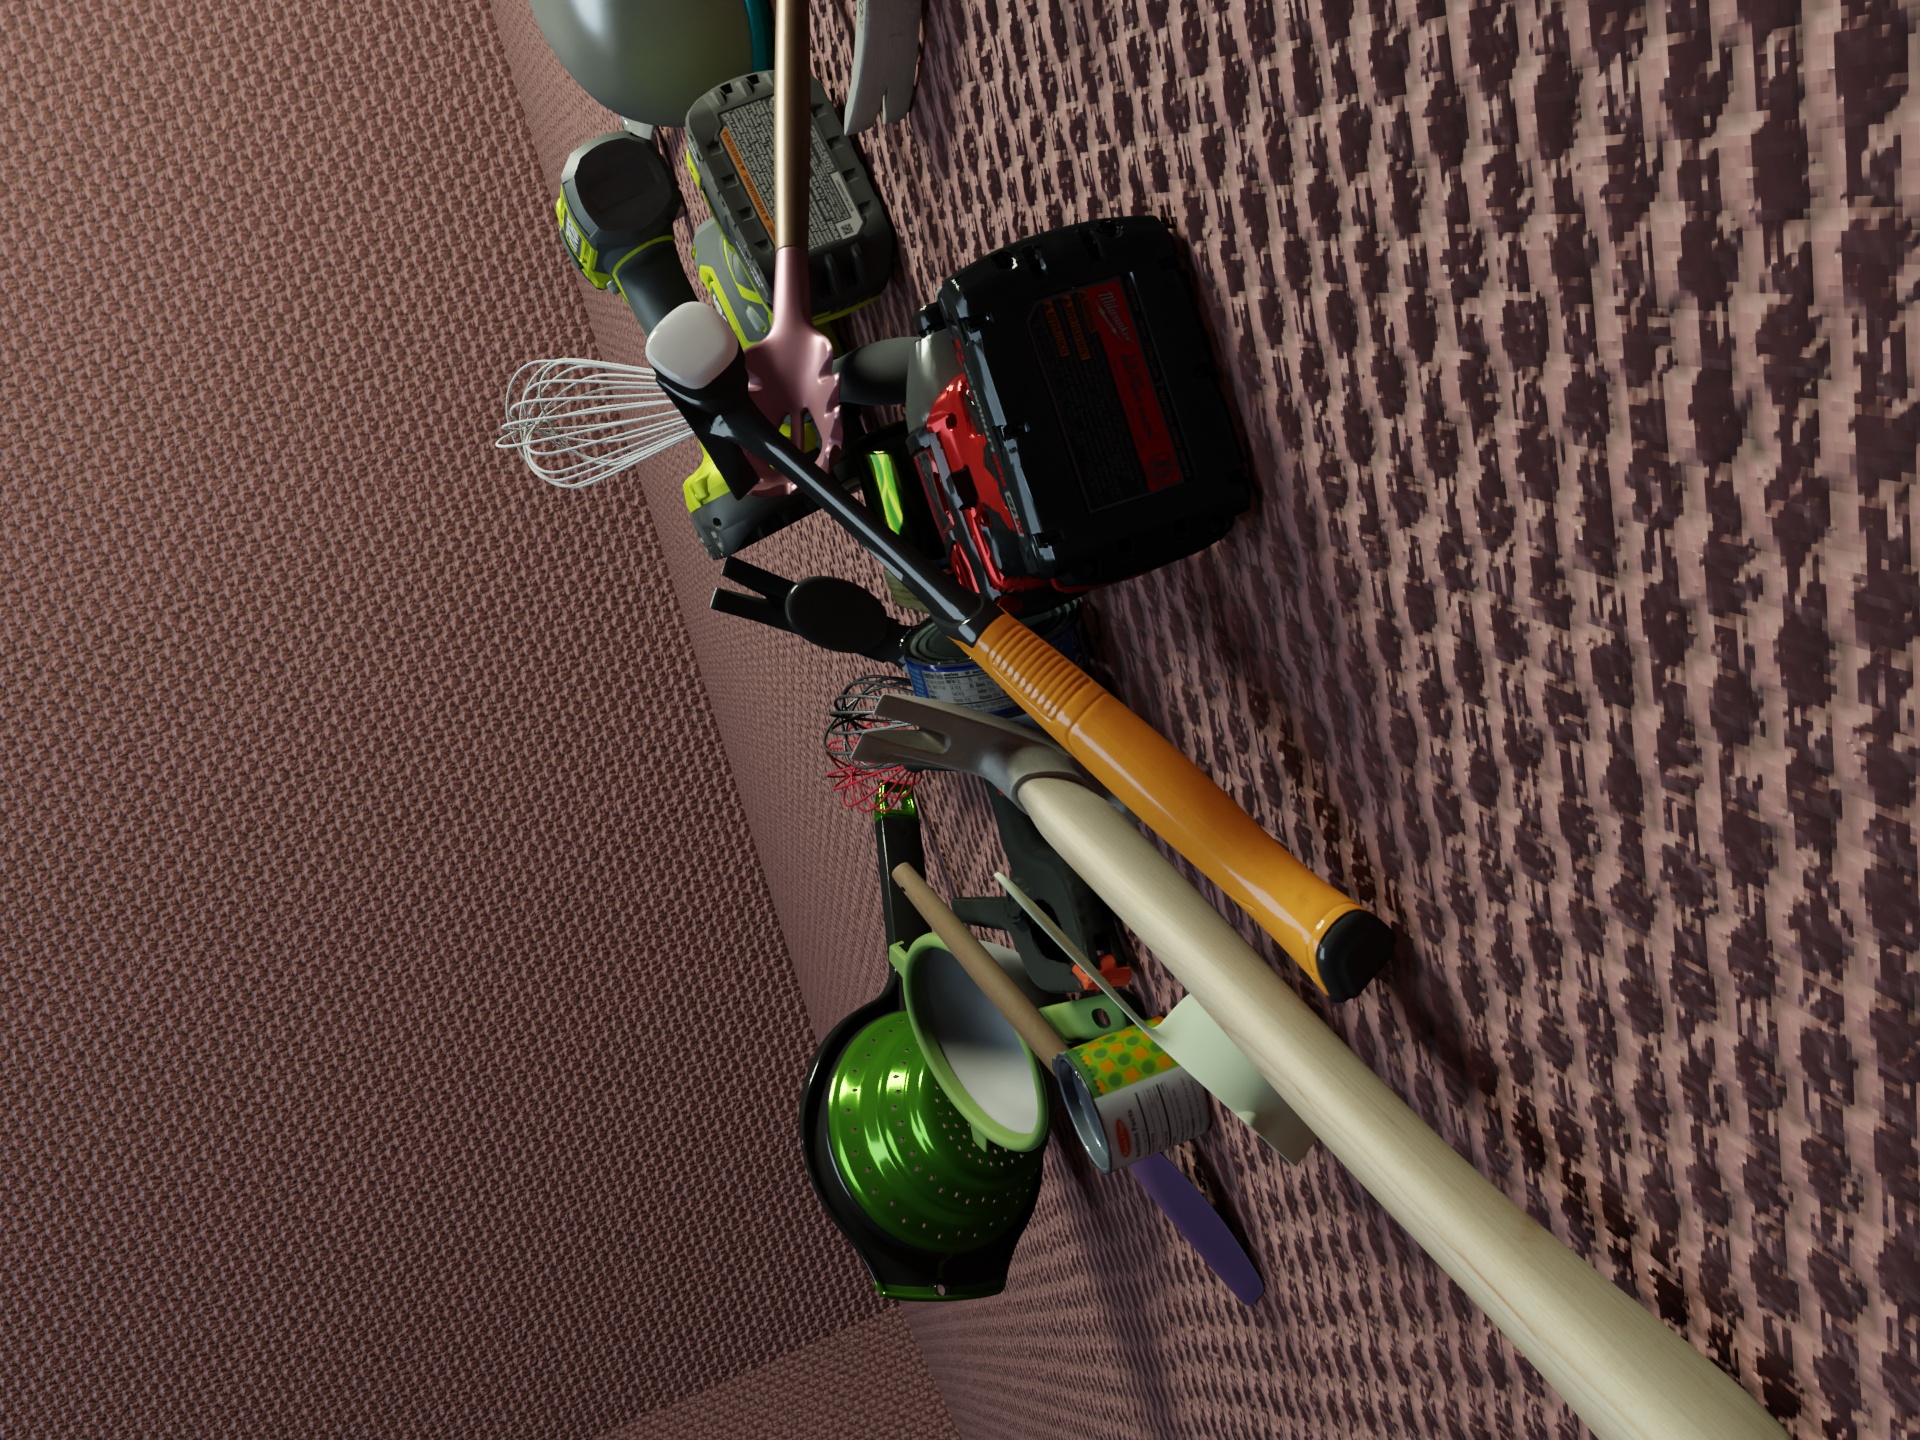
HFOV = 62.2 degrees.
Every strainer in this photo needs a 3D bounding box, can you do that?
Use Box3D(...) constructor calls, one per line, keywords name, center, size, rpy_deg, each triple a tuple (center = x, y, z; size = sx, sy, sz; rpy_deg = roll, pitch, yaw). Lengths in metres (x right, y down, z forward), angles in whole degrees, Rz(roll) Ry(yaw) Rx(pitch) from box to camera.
Box3D(name="strainer", center=(0.054, 0.181, 0.982), size=(0.256, 0.069, 0.151), rpy_deg=(-31, 83, 59))
Box3D(name="strainer", center=(-0.209, -0.477, 0.898), size=(0.211, 0.095, 0.340), rpy_deg=(47, 160, 27))

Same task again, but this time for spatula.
Box3D(name="spatula", center=(0.060, 0.195, 0.898), size=(0.316, 0.018, 0.059), rpy_deg=(47, 154, 25))

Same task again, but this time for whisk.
Box3D(name="whisk", center=(-0.037, 0.027, 1.129), size=(0.073, 0.073, 0.296), rpy_deg=(71, 160, -1))
Box3D(name="whisk", center=(-0.122, -0.159, 0.795), size=(0.285, 0.070, 0.070), rpy_deg=(-1, 115, 31))
Box3D(name="whisk", center=(-0.002, -0.003, 0.825), size=(0.239, 0.055, 0.055), rpy_deg=(-5, 105, 55))

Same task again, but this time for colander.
Box3D(name="colander", center=(-0.013, 0.209, 1.162), size=(0.094, 0.204, 0.397), rpy_deg=(-40, 49, 47))

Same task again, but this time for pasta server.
Box3D(name="pasta server", center=(-0.081, -0.246, 0.744), size=(0.040, 0.060, 0.316), rpy_deg=(51, -144, -72))

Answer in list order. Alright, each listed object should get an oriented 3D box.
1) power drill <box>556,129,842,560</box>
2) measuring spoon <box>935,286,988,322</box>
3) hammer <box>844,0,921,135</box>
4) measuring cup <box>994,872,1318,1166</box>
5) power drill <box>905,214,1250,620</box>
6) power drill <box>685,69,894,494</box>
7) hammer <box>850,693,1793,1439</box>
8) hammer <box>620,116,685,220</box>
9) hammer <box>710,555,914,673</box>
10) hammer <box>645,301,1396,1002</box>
Box3D(name="power drill", center=(-0.159, -0.210, 0.917), size=(0.223, 0.080, 0.171), rpy_deg=(63, 169, -10))
Box3D(name="measuring spoon", center=(0.015, -0.150, 0.752), size=(0.034, 0.018, 0.124), rpy_deg=(43, 157, 50))
Box3D(name="hammer", center=(-0.098, -0.449, 0.726), size=(0.149, 0.036, 0.359), rpy_deg=(105, 144, -68))
Box3D(name="measuring cup", center=(0.084, 0.108, 0.634), size=(0.167, 0.038, 0.083), rpy_deg=(44, 176, -5))
Box3D(name="power drill", center=(0.026, -0.113, 0.621), size=(0.220, 0.078, 0.143), rpy_deg=(-175, 66, -79))
Box3D(name="power drill", center=(-0.096, -0.246, 0.929), size=(0.190, 0.080, 0.228), rpy_deg=(64, 169, 7))
Box3D(name="hammer", center=(0.100, 0.103, 0.549), size=(0.411, 0.146, 0.038), rpy_deg=(46, 115, 51))
Box3D(name="hammer", center=(-0.232, -0.500, 1.207), size=(0.405, 0.035, 0.144), rpy_deg=(-171, 63, -75))
Box3D(name="hammer", center=(-0.072, -0.056, 0.848), size=(0.335, 0.146, 0.035), rpy_deg=(-142, 71, -86))
Box3D(name="hammer", center=(0.020, -0.021, 0.587), size=(0.337, 0.034, 0.127), rpy_deg=(42, 174, 14))
